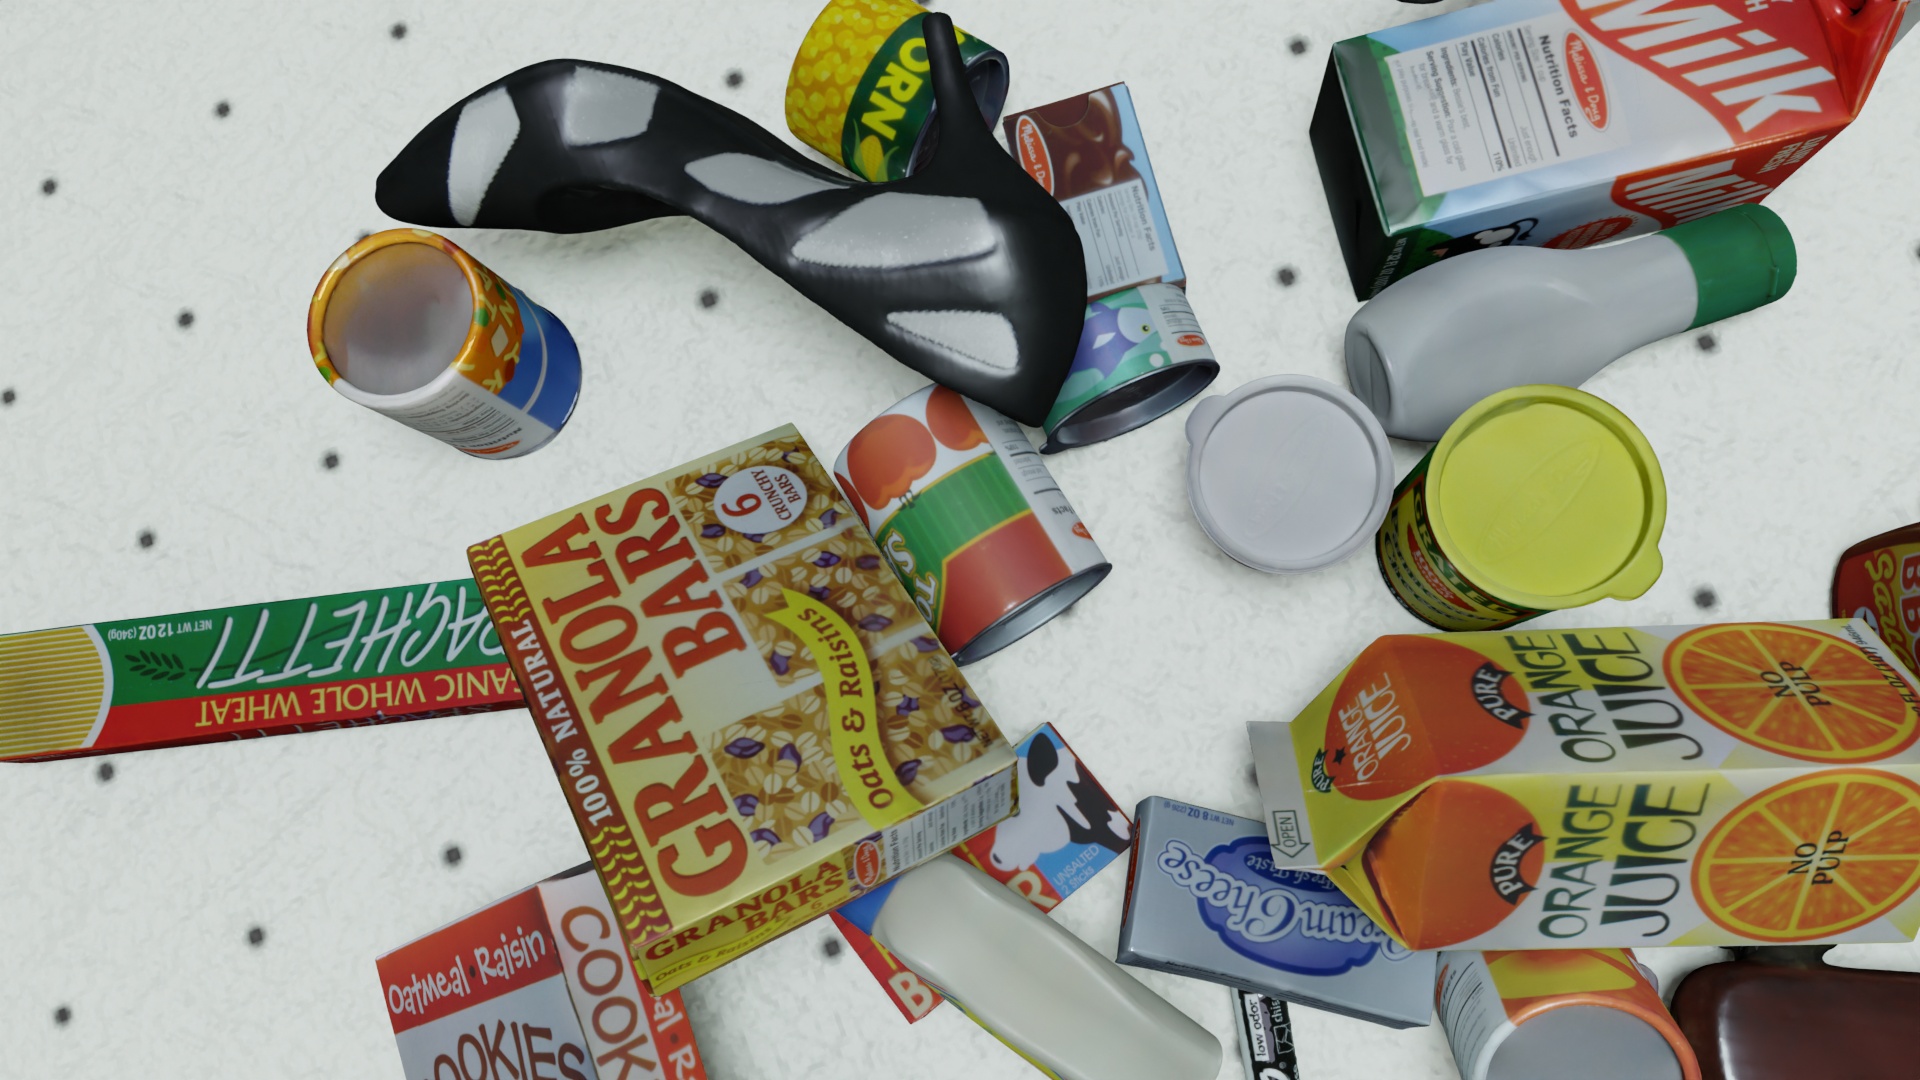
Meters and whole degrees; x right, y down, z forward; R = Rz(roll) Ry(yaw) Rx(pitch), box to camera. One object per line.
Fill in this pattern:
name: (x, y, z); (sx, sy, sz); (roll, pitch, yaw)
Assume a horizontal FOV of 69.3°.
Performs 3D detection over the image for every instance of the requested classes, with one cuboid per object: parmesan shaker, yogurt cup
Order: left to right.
yogurt cup: (0.112, -0.019, 0.484); (0.072, 0.054, 0.072); (-1, 81, 7)
parmesan shaker: (0.177, -0.003, 0.448); (0.071, 0.103, 0.071); (-1, 81, 8)

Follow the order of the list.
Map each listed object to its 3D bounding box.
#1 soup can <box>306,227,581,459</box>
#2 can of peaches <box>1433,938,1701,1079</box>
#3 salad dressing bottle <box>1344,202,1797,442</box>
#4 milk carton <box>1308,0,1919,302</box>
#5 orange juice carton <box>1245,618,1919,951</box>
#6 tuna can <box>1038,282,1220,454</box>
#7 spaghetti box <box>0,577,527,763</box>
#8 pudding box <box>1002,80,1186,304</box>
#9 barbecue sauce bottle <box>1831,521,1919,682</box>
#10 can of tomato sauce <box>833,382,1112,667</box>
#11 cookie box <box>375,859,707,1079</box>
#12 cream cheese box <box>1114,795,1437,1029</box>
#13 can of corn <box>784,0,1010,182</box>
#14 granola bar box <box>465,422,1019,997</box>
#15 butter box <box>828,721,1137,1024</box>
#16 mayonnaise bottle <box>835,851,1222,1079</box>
soup can: (-0.189, -0.073, 0.516); (0.071, 0.083, 0.071); (-1, 80, 7)
can of peaches: (0.189, 0.155, 0.433); (0.071, 0.058, 0.071); (2, 103, 8)
salad dressing bottle: (0.211, -0.078, 0.482); (0.148, 0.064, 0.044); (-17, 35, -3)
milk carton: (0.227, -0.148, 0.482); (0.190, 0.072, 0.073); (-13, 80, 6)
orange juice carton: (0.189, 0.075, 0.431); (0.193, 0.072, 0.072); (-2, 121, 3)
tuna can: (0.053, -0.060, 0.493); (0.071, 0.071, 0.033); (-23, 79, 3)
spaghetti box: (-0.251, 0.048, 0.531); (0.250, 0.028, 0.050); (-7, 79, 6)
pudding box: (0.051, -0.124, 0.521); (0.049, 0.030, 0.084); (-16, 79, 6)
barbecue sauce bottle: (0.313, 0.019, 0.404); (0.044, 0.148, 0.065); (-7, 81, 6)
can of tomato sauce: (0.002, -0.006, 0.490); (0.071, 0.071, 0.083); (-33, 78, 1)
cookie box: (-0.128, 0.199, 0.455); (0.122, 0.040, 0.167); (-30, 76, 39)
cream cheese box: (0.105, 0.123, 0.459); (0.104, 0.024, 0.053); (15, 67, -4)
can of corn: (-0.024, -0.166, 0.517); (0.058, 0.071, 0.071); (34, 87, 12)
granola bar box: (-0.075, 0.045, 0.454); (0.124, 0.038, 0.166); (-23, 52, -18)
butter box: (0.008, 0.116, 0.490); (0.103, 0.024, 0.053); (-40, 78, -1)
mayonnaise bottle: (0.011, 0.133, 0.443); (0.148, 0.064, 0.041); (32, 78, 15)
